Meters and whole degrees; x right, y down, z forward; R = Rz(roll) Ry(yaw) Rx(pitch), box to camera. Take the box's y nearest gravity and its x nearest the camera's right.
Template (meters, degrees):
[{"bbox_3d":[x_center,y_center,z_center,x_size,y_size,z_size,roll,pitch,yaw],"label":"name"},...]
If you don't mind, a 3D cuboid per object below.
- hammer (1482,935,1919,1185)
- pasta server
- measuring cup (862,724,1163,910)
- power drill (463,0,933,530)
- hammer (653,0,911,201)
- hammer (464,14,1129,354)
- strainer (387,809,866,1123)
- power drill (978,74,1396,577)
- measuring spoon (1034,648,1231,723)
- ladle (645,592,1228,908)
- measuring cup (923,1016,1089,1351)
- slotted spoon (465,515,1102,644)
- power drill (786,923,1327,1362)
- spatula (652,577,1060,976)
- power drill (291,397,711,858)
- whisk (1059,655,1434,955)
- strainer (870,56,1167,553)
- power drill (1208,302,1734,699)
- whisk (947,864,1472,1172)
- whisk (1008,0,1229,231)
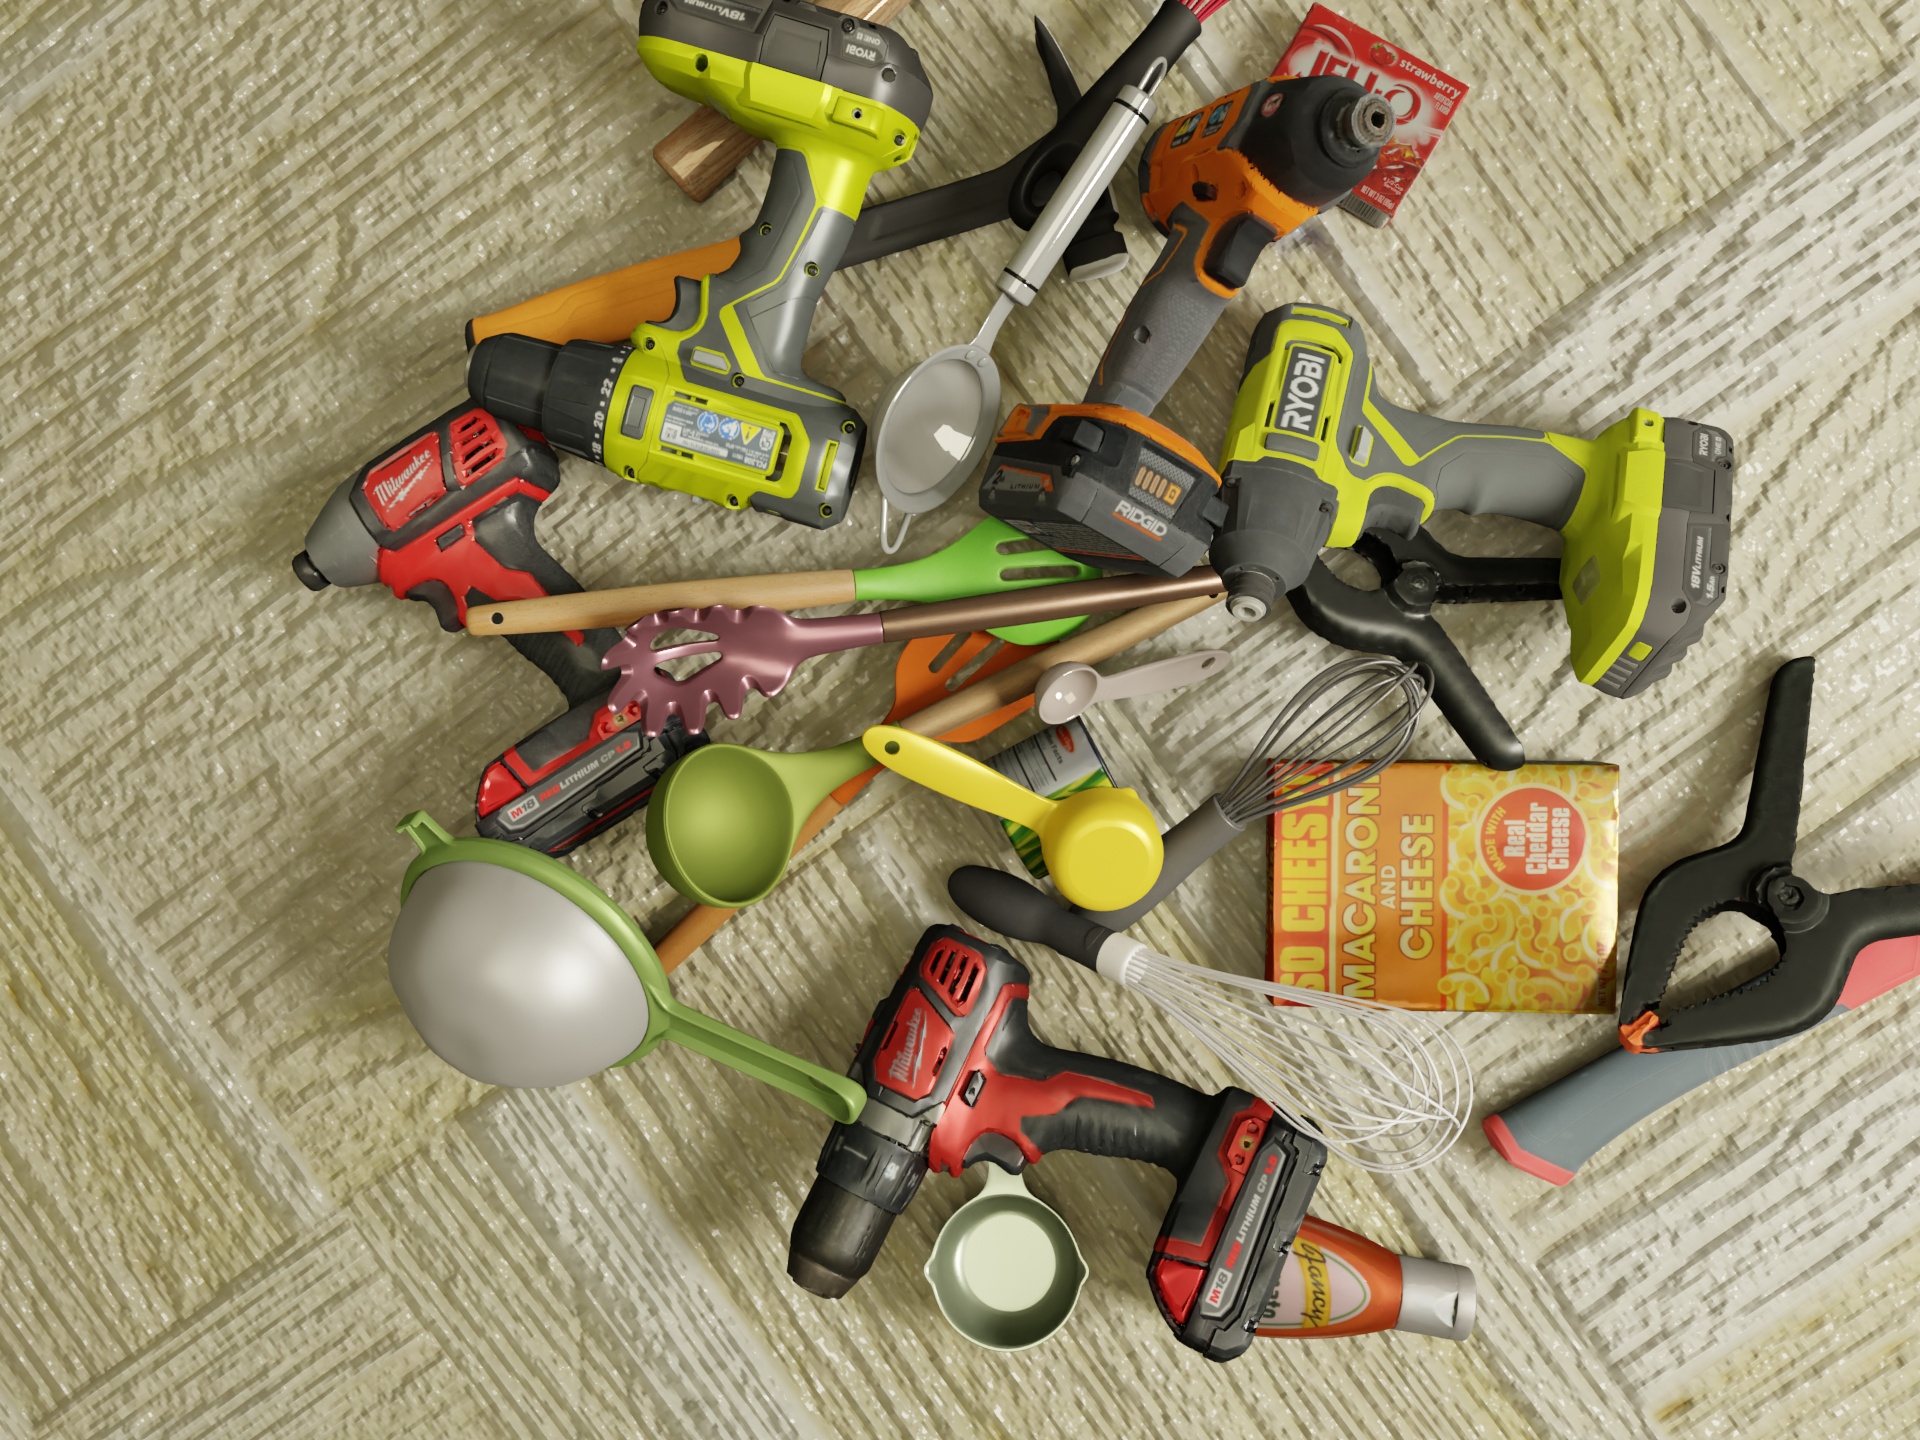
[{"bbox_3d":[0.430,0.109,0.785,0.386,0.038,0.143,-28,89,4],"label":"hammer"},{"bbox_3d":[-0.010,-0.046,0.757,0.316,0.040,0.060,-9,113,-9],"label":"pasta server"},{"bbox_3d":[0.025,0.042,0.738,0.156,0.029,0.062,25,105,-14],"label":"measuring cup"},{"bbox_3d":[-0.120,-0.220,0.755,0.190,0.080,0.228,16,97,-1],"label":"power drill"},{"bbox_3d":[-0.022,-0.384,0.801,0.331,0.031,0.130,-42,88,4],"label":"hammer"},{"bbox_3d":[-0.092,-0.243,0.808,0.337,0.034,0.127,-16,91,4],"label":"hammer"},{"bbox_3d":[-0.172,0.151,0.756,0.256,0.069,0.151,21,132,12],"label":"strainer"},{"bbox_3d":[0.105,-0.182,0.714,0.084,0.164,0.226,26,88,-22],"label":"power drill"},{"bbox_3d":[0.084,-0.024,0.783,0.018,0.124,0.034,50,137,35],"label":"measuring spoon"},{"bbox_3d":[-0.001,-0.002,0.768,0.320,0.062,0.078,-25,103,-11],"label":"ladle"},{"bbox_3d":[0.024,0.234,0.820,0.083,0.038,0.168,-2,75,4],"label":"measuring cup"},{"bbox_3d":[-0.077,-0.061,0.773,0.313,0.031,0.070,-6,91,-11],"label":"slotted spoon"},{"bbox_3d":[0.040,0.223,0.763,0.227,0.080,0.188,24,77,14],"label":"power drill"},{"bbox_3d":[-0.080,0.054,0.823,0.322,0.041,0.081,-43,90,8],"label":"spatula"},{"bbox_3d":[-0.235,-0.043,0.803,0.143,0.078,0.220,-31,86,3],"label":"power drill"},{"bbox_3d":[0.129,0.047,0.766,0.055,0.055,0.239,48,116,1],"label":"whisk"},{"bbox_3d":[0.021,-0.198,0.751,0.050,0.086,0.258,41,102,28],"label":"strainer"},{"bbox_3d":[0.230,-0.096,0.742,0.223,0.080,0.171,16,61,5],"label":"power drill"},{"bbox_3d":[0.102,0.123,0.738,0.285,0.070,0.070,22,94,37],"label":"whisk"},{"bbox_3d":[0.120,-0.353,0.766,0.073,0.073,0.296,39,89,2],"label":"whisk"}]
